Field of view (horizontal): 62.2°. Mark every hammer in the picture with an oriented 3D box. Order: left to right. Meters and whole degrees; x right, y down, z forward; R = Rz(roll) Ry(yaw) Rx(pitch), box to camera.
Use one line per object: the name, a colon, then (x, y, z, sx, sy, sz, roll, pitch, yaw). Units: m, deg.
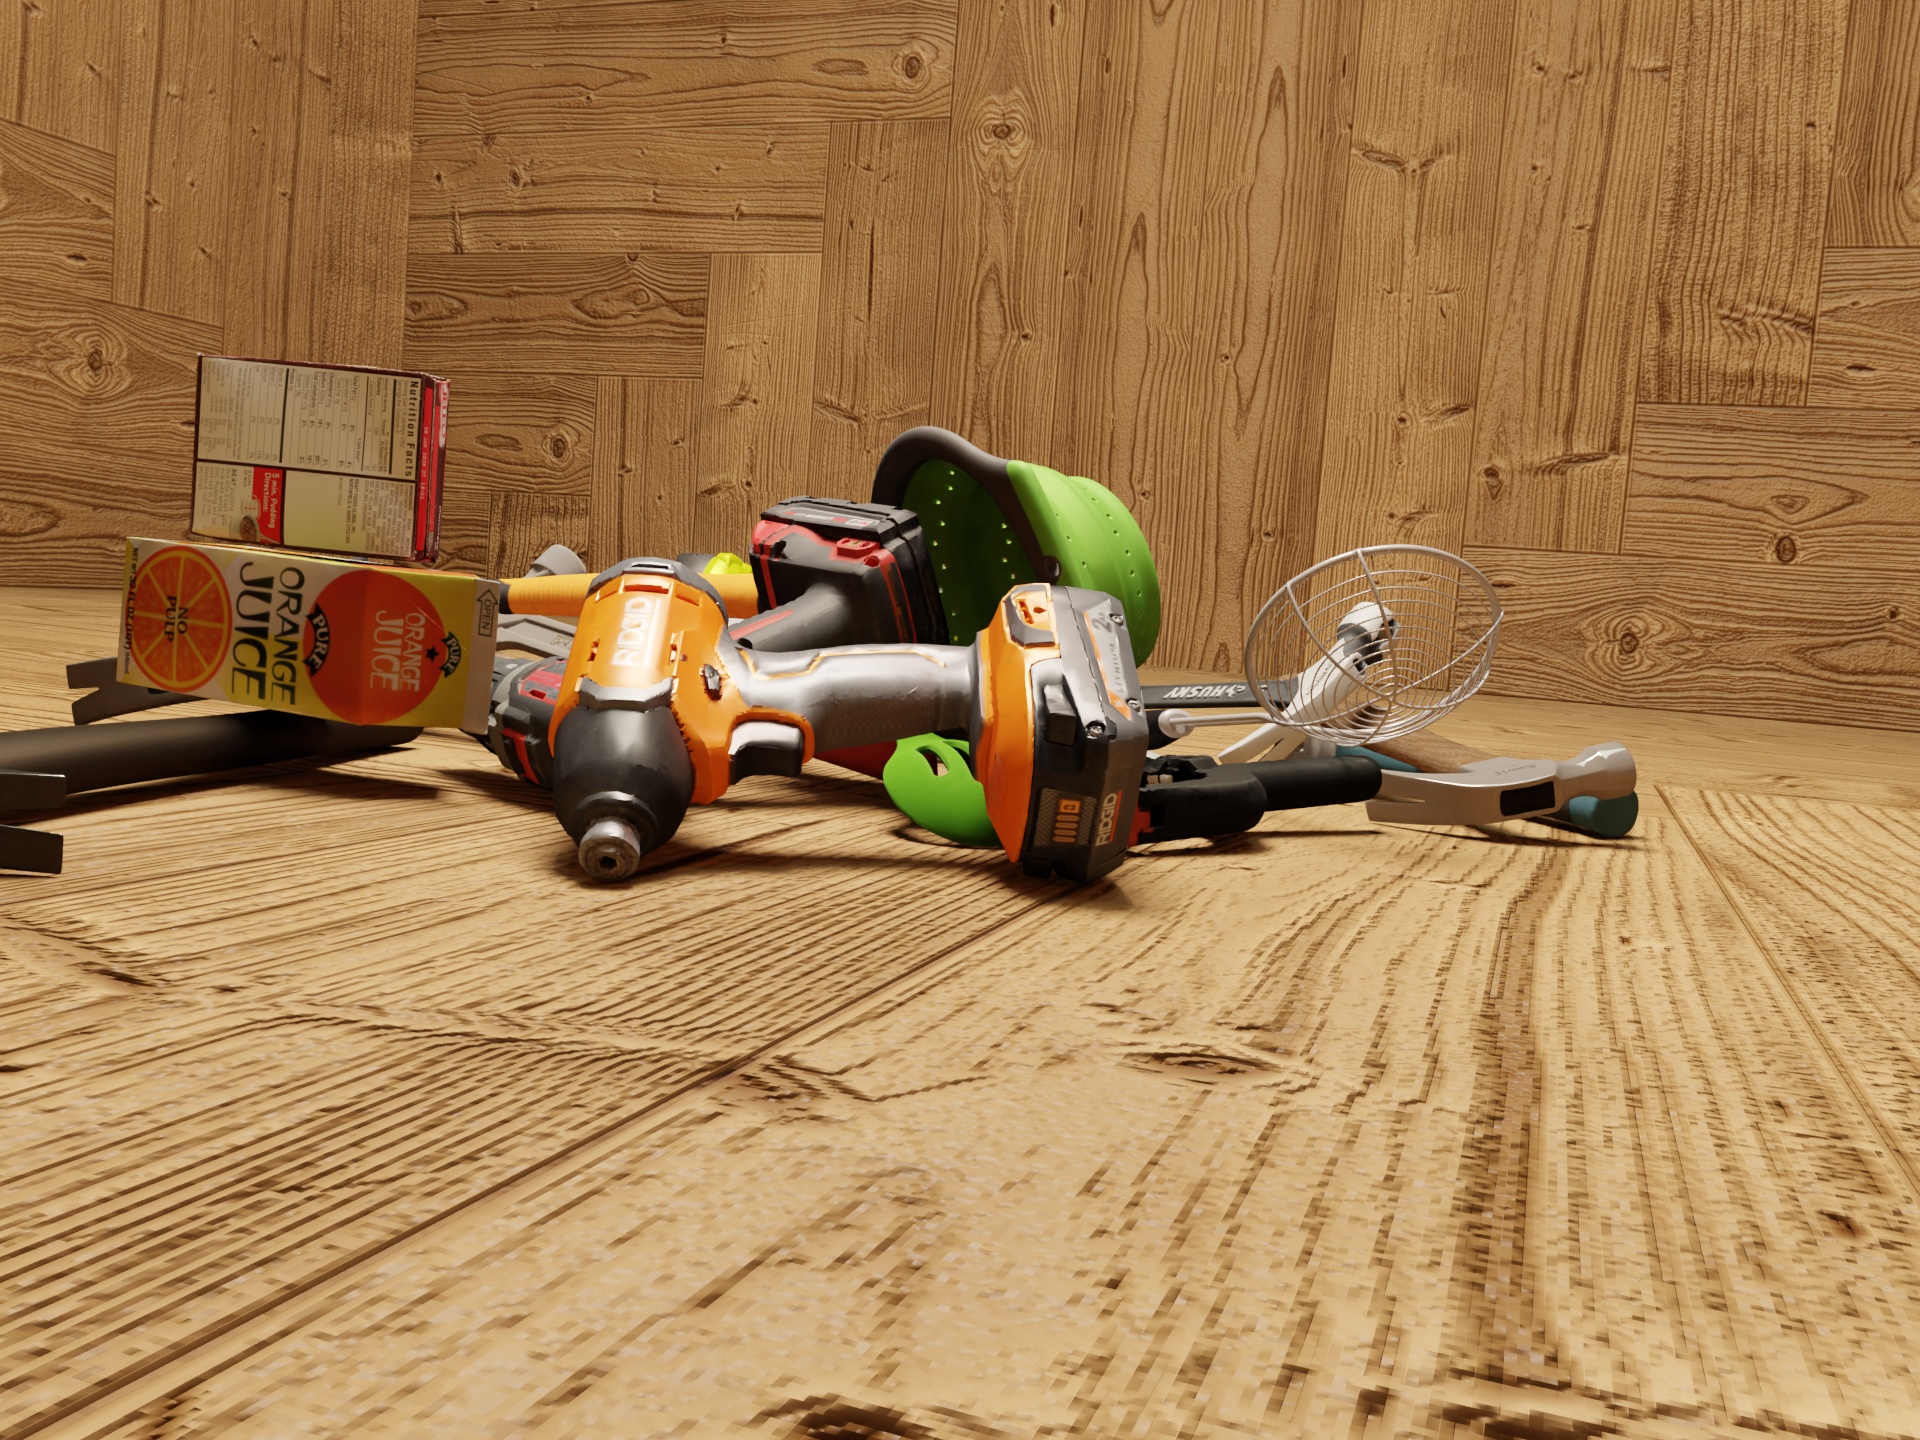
hammer: (-0.334, 0.013, 0.701, 0.146, 0.038, 0.410, 6, 5, 7)
hammer: (-0.407, -0.025, 1.005, 0.146, 0.035, 0.335, -8, 0, 6)
hammer: (-0.250, -0.075, 0.954, 0.337, 0.034, 0.127, 1, 14, 12)
hammer: (-0.170, -0.015, 0.950, 0.359, 0.036, 0.149, 18, 56, 31)
hammer: (0.127, -0.012, 1.150, 0.149, 0.036, 0.409, -46, 20, -23)
hammer: (0.268, 0.010, 0.998, 0.130, 0.031, 0.331, -11, 12, -9)
hammer: (0.321, 0.034, 1.047, 0.128, 0.033, 0.331, 4, 5, -18)

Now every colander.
colander: (0.009, -0.051, 0.914, 0.094, 0.204, 0.397, -21, -2, -24)

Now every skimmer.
skimmer: (0.162, -0.028, 0.922, 0.127, 0.090, 0.363, 18, -9, -18)

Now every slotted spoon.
slotted spoon: (-0.047, -0.011, 0.829, 0.070, 0.031, 0.314, -3, 21, -24)

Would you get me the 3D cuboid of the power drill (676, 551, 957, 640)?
power drill: (-0.086, -0.069, 1.192, 0.228, 0.080, 0.190, 4, -9, 19)

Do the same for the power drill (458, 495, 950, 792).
power drill: (-0.139, -0.036, 0.806, 0.227, 0.080, 0.188, -32, 31, -34)

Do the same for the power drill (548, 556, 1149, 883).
power drill: (-0.046, 0.006, 0.626, 0.226, 0.084, 0.164, 3, 37, -5)

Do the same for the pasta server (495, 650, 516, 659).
pasta server: (-0.268, -0.022, 0.937, 0.316, 0.040, 0.060, 16, 11, 39)

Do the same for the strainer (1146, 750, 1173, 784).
strainer: (0.064, 0.012, 1.042, 0.086, 0.050, 0.259, 33, -9, -38)

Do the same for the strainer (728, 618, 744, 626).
strainer: (-0.234, -0.050, 1.100, 0.256, 0.069, 0.151, 4, 5, 22)
